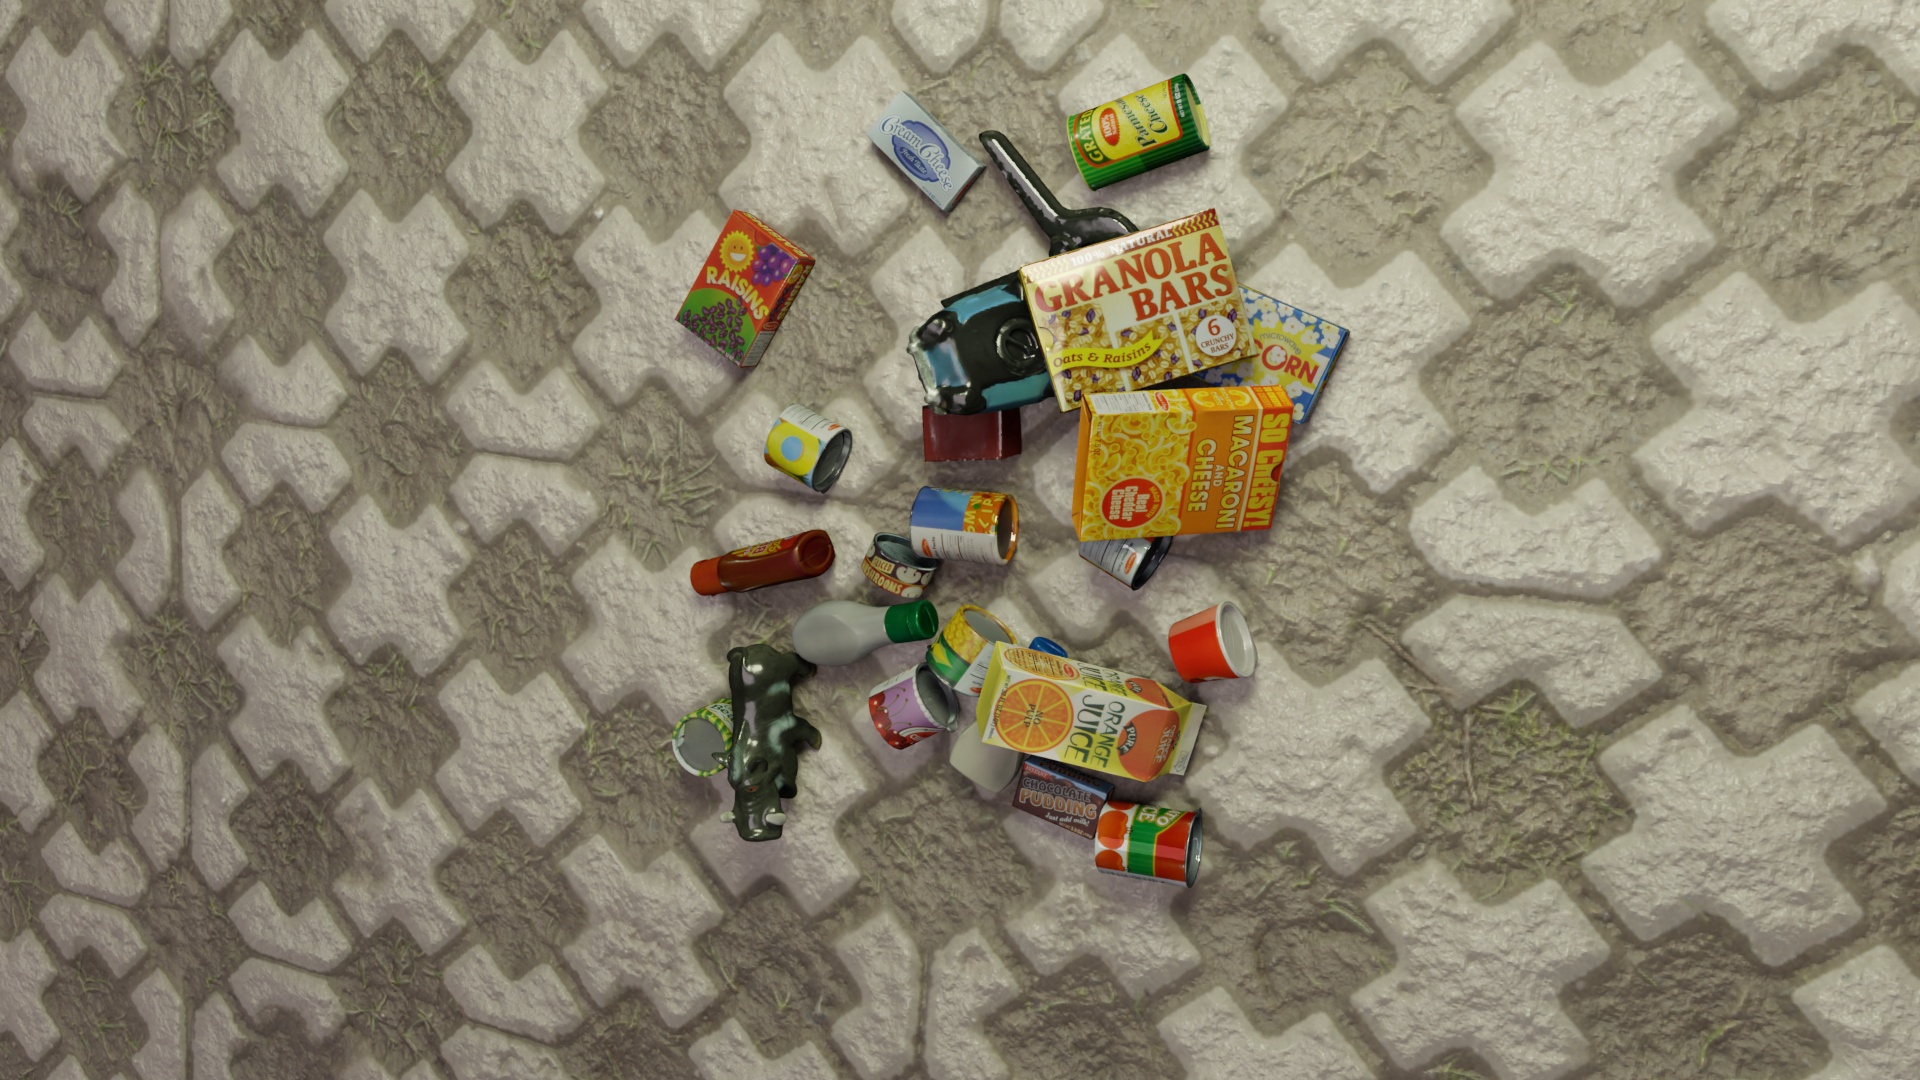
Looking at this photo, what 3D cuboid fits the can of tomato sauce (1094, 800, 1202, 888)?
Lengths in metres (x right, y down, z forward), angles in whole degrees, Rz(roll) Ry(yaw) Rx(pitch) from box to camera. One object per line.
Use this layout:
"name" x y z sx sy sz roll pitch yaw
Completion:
"can of tomato sauce" 0.169 0.268 1.240 0.083 0.071 0.071 4 100 21

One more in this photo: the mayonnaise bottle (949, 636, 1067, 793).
"mayonnaise bottle" 0.049 0.159 1.285 0.065 0.041 0.147 33 107 12

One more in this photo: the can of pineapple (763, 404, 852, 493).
"can of pineapple" -0.144 -0.086 1.310 0.058 0.071 0.070 28 107 16

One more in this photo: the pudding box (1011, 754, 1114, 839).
"pudding box" 0.095 0.236 1.283 0.084 0.030 0.049 20 104 17

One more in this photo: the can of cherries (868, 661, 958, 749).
"can of cherries" -0.044 0.158 1.305 0.058 0.072 0.071 -29 87 23

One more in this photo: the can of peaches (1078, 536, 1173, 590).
"can of peaches" 0.145 0.001 1.209 0.058 0.071 0.071 32 108 20

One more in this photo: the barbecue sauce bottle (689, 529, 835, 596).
"barbecue sauce bottle" -0.197 0.025 1.351 0.148 0.065 0.043 -13 102 31

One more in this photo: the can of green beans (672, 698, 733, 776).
"can of green beans" -0.247 0.198 1.396 0.071 0.058 0.071 3 99 21

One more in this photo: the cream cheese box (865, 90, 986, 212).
"cream cheese box" -0.031 -0.350 1.250 0.104 0.024 0.053 46 109 9

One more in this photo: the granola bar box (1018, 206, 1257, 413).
"granola bar box" 0.143 -0.185 1.127 0.165 0.039 0.124 -17 91 3

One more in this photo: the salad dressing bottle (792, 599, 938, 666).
"salad dressing bottle" -0.090 0.084 1.311 0.147 0.044 0.064 -10 107 33

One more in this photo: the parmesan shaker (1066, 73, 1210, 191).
"parmesan shaker" 0.148 -0.343 1.159 0.103 0.071 0.071 -16 92 22

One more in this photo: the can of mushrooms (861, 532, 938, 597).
"can of mushrooms" -0.058 0.023 1.290 0.071 0.071 0.033 32 110 14

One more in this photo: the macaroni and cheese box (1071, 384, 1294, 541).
"macaroni and cheese box" 0.180 -0.062 1.136 0.167 0.040 0.123 -3 126 -7

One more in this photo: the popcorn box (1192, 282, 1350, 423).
"popcorn box" 0.249 -0.161 1.161 0.127 0.038 0.085 27 107 16

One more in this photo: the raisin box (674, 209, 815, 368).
"raisin box" -0.207 -0.240 1.327 0.086 0.040 0.123 38 108 13

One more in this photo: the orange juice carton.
"orange juice carton" 0.116 0.154 1.221 0.193 0.073 0.071 15 104 -6

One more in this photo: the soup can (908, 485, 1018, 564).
"soup can" 0.005 -0.016 1.264 0.084 0.071 0.071 5 100 20

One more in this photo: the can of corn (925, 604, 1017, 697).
"can of corn" 0.009 0.099 1.278 0.071 0.071 0.058 39 109 12

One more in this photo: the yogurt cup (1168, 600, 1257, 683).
"yogurt cup" 0.215 0.091 1.198 0.054 0.072 0.072 -19 91 31
